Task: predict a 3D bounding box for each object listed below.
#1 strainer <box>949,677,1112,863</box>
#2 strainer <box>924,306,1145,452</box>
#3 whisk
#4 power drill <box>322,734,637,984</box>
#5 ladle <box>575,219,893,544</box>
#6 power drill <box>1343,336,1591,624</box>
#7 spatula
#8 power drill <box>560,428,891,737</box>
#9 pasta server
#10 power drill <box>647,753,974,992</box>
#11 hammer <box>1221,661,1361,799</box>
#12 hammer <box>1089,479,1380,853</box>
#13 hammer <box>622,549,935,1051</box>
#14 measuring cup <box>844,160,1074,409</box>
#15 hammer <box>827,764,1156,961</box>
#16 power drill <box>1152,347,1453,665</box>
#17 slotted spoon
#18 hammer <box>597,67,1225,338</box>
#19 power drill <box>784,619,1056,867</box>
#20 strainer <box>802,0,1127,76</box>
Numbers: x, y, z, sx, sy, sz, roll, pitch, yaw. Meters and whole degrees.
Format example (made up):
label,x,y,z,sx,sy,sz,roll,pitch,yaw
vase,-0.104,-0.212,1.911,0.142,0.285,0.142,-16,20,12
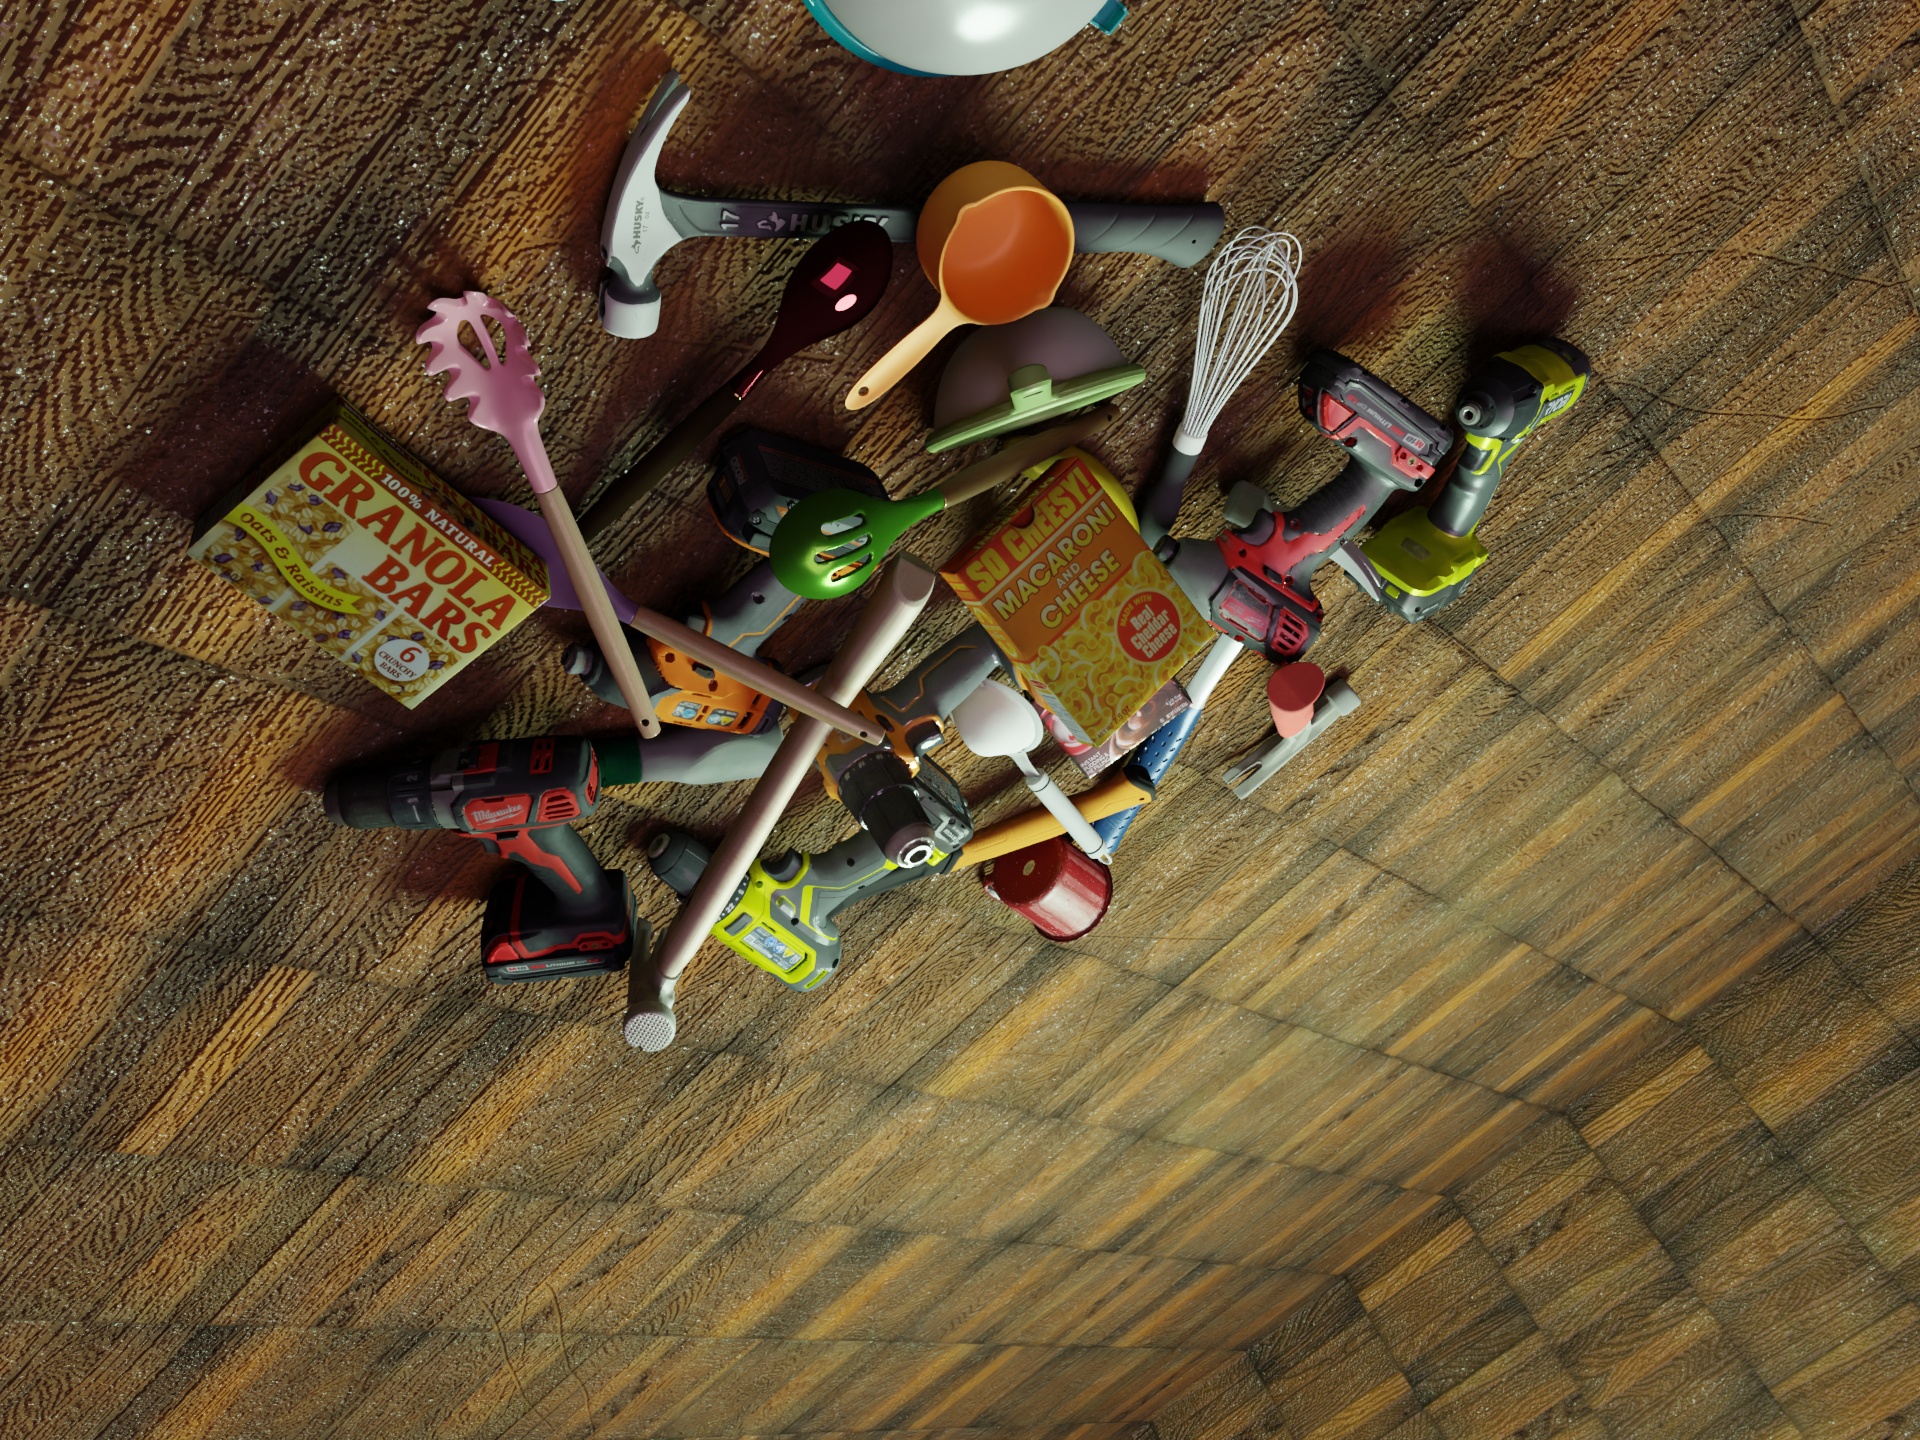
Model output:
label,x,y,z,sx,sy,sz,roll,pitch,yaw
strainer,0.061,0.046,1.333,0.087,0.050,0.258,-7,136,40
strainer,0.036,-0.222,0.983,0.151,0.069,0.256,-18,-175,5
whisk,0.178,-0.231,1.154,0.070,0.070,0.284,-9,143,-23
power drill,-0.341,0.100,1.166,0.188,0.080,0.226,-6,138,0
ladle,-0.155,-0.189,0.978,0.315,0.031,0.069,-36,154,26
power drill,0.405,-0.194,1.285,0.171,0.080,0.223,-27,149,-44
spatula,-0.188,-0.059,1.036,0.315,0.018,0.059,28,120,-15
power drill,-0.161,-0.084,1.086,0.164,0.084,0.226,11,130,-37
pasta server,-0.243,-0.115,0.970,0.060,0.040,0.316,-16,123,1
power drill,-0.122,0.105,1.303,0.228,0.080,0.190,-40,120,13
hammer,0.279,0.002,1.366,0.149,0.037,0.359,-40,167,7
hammer,0.210,-0.021,1.382,0.144,0.035,0.405,25,130,-4
hammer,-0.139,0.049,1.165,0.038,0.146,0.410,27,110,-19
measuring cup,-0.013,-0.259,0.951,0.173,0.052,0.095,-41,139,14
hammer,0.015,0.118,1.421,0.337,0.034,0.127,-21,141,1
power drill,0.252,-0.162,1.202,0.143,0.079,0.219,31,106,-13
slotted spoon,0.003,-0.159,1.062,0.314,0.031,0.070,-31,122,-35
hammer,-0.013,-0.307,0.968,0.408,0.036,0.149,-7,136,-26
power drill,-0.002,-0.004,1.191,0.226,0.186,0.084,-29,142,-5
strainer,-0.041,-0.397,0.800,0.340,0.095,0.210,-19,141,-14
